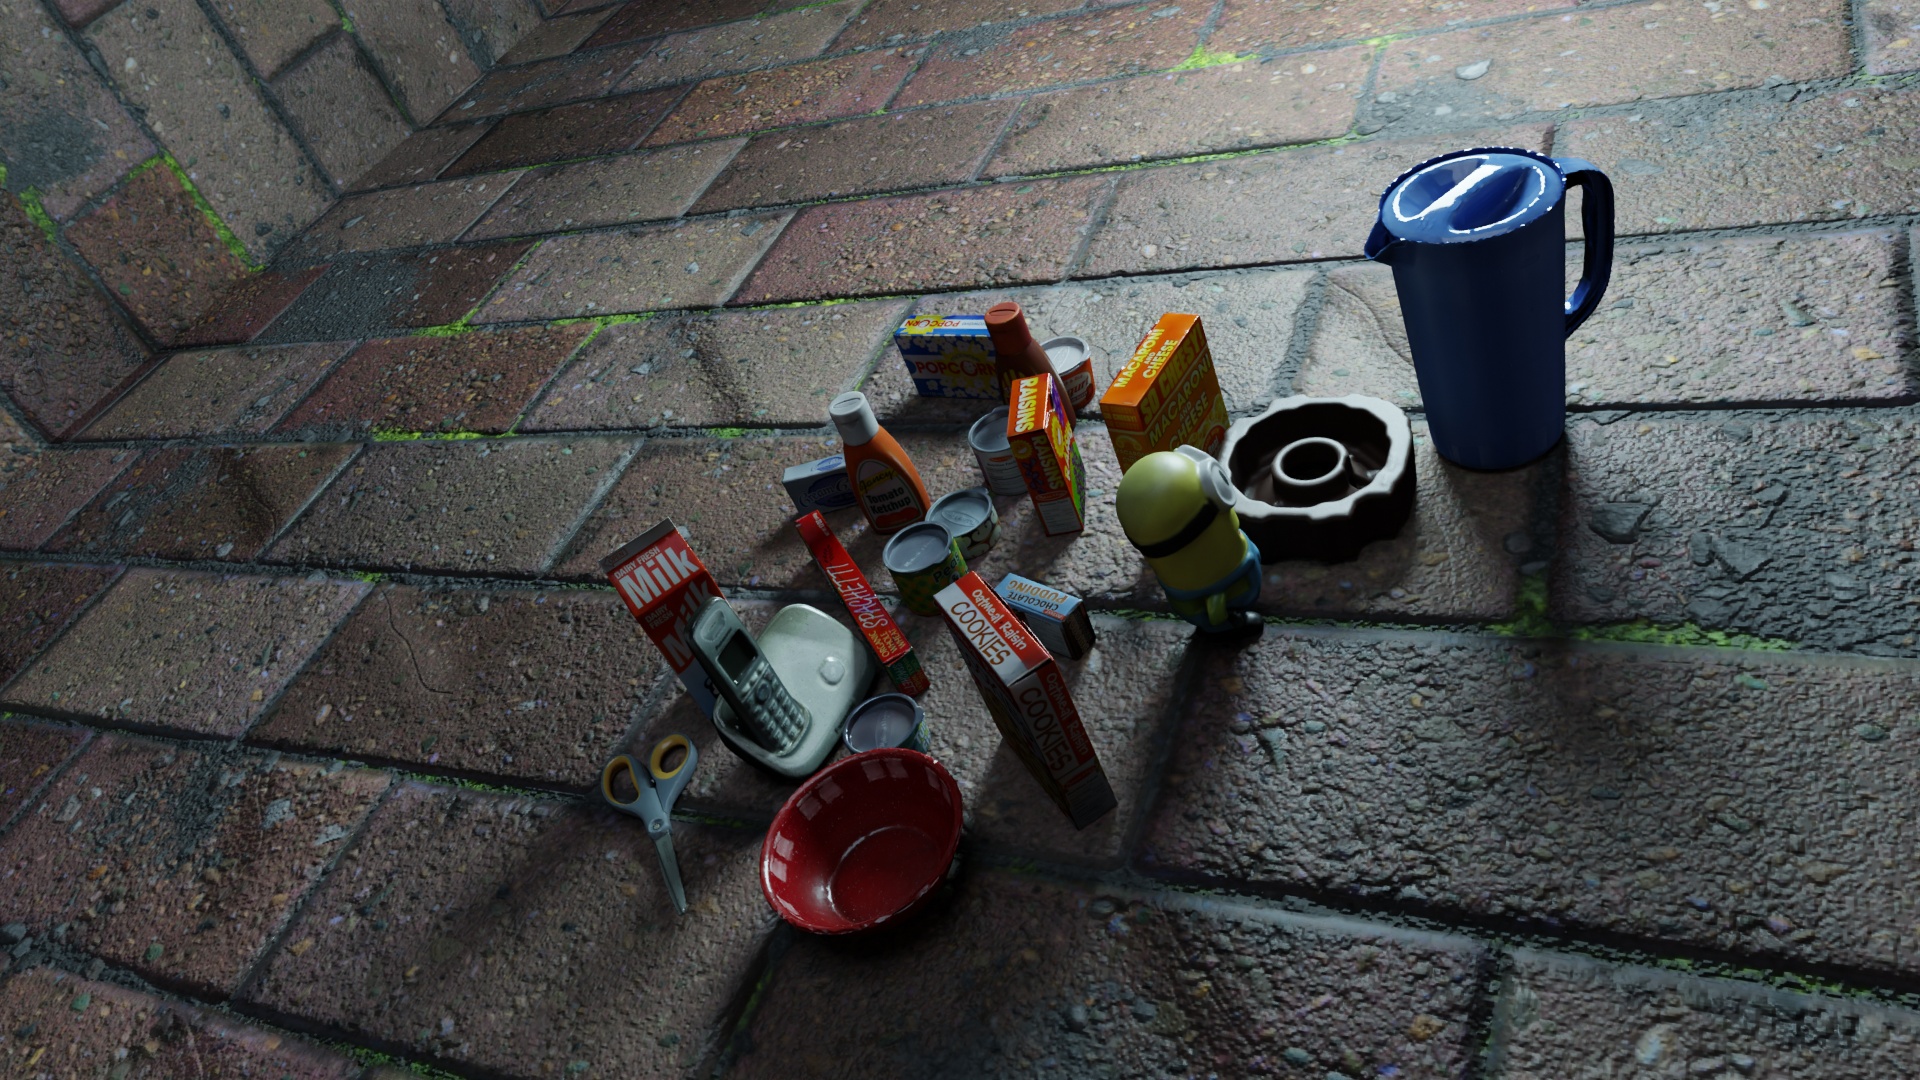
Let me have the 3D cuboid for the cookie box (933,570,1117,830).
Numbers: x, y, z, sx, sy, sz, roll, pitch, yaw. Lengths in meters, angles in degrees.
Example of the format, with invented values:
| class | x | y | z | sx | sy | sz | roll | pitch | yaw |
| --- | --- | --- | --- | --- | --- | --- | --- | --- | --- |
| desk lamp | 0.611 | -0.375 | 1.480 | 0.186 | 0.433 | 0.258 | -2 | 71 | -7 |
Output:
| class | x | y | z | sx | sy | sz | roll | pitch | yaw |
| --- | --- | --- | --- | --- | --- | --- | --- | --- | --- |
| cookie box | 0.048 | 0.117 | 1.018 | 0.040 | 0.166 | 0.123 | -32 | 39 | -9 |

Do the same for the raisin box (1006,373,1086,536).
| class | x | y | z | sx | sy | sz | roll | pitch | yaw |
| --- | --- | --- | --- | --- | --- | --- | --- | --- | --- |
| raisin box | 0.080 | -0.077 | 1.261 | 0.040 | 0.123 | 0.086 | -11 | 40 | 17 |

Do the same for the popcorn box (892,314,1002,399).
| class | x | y | z | sx | sy | sz | roll | pitch | yaw |
| --- | --- | --- | --- | --- | --- | --- | --- | --- | --- |
| popcorn box | 0.002 | -0.194 | 1.468 | 0.126 | 0.085 | 0.038 | 6 | 48 | 33 |

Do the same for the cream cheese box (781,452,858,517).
| class | x | y | z | sx | sy | sz | roll | pitch | yaw |
| --- | --- | --- | --- | --- | --- | --- | --- | --- | --- |
| cream cheese box | -0.123 | -0.059 | 1.402 | 0.104 | 0.053 | 0.024 | -14 | 39 | 14 |

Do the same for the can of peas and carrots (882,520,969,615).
| class | x | y | z | sx | sy | sz | roll | pitch | yaw |
| --- | --- | --- | --- | --- | --- | --- | --- | --- | --- |
| can of peas and carrots | -0.027 | 0.026 | 1.250 | 0.071 | 0.058 | 0.071 | -15 | 39 | 12 |

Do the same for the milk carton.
| class | x | y | z | sx | sy | sz | roll | pitch | yaw |
| --- | --- | --- | --- | --- | --- | --- | --- | --- | --- |
| milk carton | -0.239 | 0.066 | 1.209 | 0.072 | 0.189 | 0.073 | -35 | 39 | -12 |

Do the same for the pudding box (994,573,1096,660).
| class | x | y | z | sx | sy | sz | roll | pitch | yaw |
| --- | --- | --- | --- | --- | --- | --- | --- | --- | --- |
| pudding box | 0.068 | 0.063 | 1.163 | 0.084 | 0.049 | 0.030 | 19 | 56 | 41 |

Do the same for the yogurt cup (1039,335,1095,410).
| class | x | y | z | sx | sy | sz | roll | pitch | yaw |
| --- | --- | --- | --- | --- | --- | --- | --- | --- | --- |
| yogurt cup | 0.104 | -0.167 | 1.407 | 0.072 | 0.053 | 0.073 | -15 | 39 | 12 |

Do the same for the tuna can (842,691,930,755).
| class | x | y | z | sx | sy | sz | roll | pitch | yaw |
| --- | --- | --- | --- | --- | --- | --- | --- | --- | --- |
| tuna can | -0.057 | 0.158 | 1.133 | 0.071 | 0.032 | 0.071 | -15 | 39 | 12 |

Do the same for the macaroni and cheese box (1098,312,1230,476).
| class | x | y | z | sx | sy | sz | roll | pitch | yaw |
| --- | --- | --- | --- | --- | --- | --- | --- | --- | --- |
| macaroni and cheese box | 0.181 | -0.091 | 1.189 | 0.040 | 0.165 | 0.124 | 10 | 50 | 36 |

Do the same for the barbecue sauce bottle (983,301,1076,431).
| class | x | y | z | sx | sy | sz | roll | pitch | yaw |
| --- | --- | --- | --- | --- | --- | --- | --- | --- | --- |
| barbecue sauce bottle | 0.063 | -0.162 | 1.347 | 0.065 | 0.148 | 0.044 | 2 | 45 | 30 |

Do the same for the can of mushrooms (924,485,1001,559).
| class | x | y | z | sx | sy | sz | roll | pitch | yaw |
| --- | --- | --- | --- | --- | --- | --- | --- | --- | --- |
| can of mushrooms | 0.005 | -0.016 | 1.302 | 0.071 | 0.033 | 0.071 | -15 | 39 | 12 |

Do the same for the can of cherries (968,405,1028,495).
| class | x | y | z | sx | sy | sz | roll | pitch | yaw |
| --- | --- | --- | --- | --- | --- | --- | --- | --- | --- |
| can of cherries | 0.048 | -0.088 | 1.341 | 0.071 | 0.058 | 0.072 | -15 | 39 | 12 |

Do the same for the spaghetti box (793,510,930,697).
| class | x | y | z | sx | sy | sz | roll | pitch | yaw |
| --- | --- | --- | --- | --- | --- | --- | --- | --- | --- |
| spaghetti box | -0.093 | 0.054 | 1.259 | 0.029 | 0.050 | 0.251 | -31 | 39 | -7 |

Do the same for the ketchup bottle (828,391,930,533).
| class | x | y | z | sx | sy | sz | roll | pitch | yaw |
| --- | --- | --- | --- | --- | --- | --- | --- | --- | --- |
| ketchup bottle | -0.081 | -0.074 | 1.322 | 0.064 | 0.148 | 0.044 | -16 | 39 | 11 |
